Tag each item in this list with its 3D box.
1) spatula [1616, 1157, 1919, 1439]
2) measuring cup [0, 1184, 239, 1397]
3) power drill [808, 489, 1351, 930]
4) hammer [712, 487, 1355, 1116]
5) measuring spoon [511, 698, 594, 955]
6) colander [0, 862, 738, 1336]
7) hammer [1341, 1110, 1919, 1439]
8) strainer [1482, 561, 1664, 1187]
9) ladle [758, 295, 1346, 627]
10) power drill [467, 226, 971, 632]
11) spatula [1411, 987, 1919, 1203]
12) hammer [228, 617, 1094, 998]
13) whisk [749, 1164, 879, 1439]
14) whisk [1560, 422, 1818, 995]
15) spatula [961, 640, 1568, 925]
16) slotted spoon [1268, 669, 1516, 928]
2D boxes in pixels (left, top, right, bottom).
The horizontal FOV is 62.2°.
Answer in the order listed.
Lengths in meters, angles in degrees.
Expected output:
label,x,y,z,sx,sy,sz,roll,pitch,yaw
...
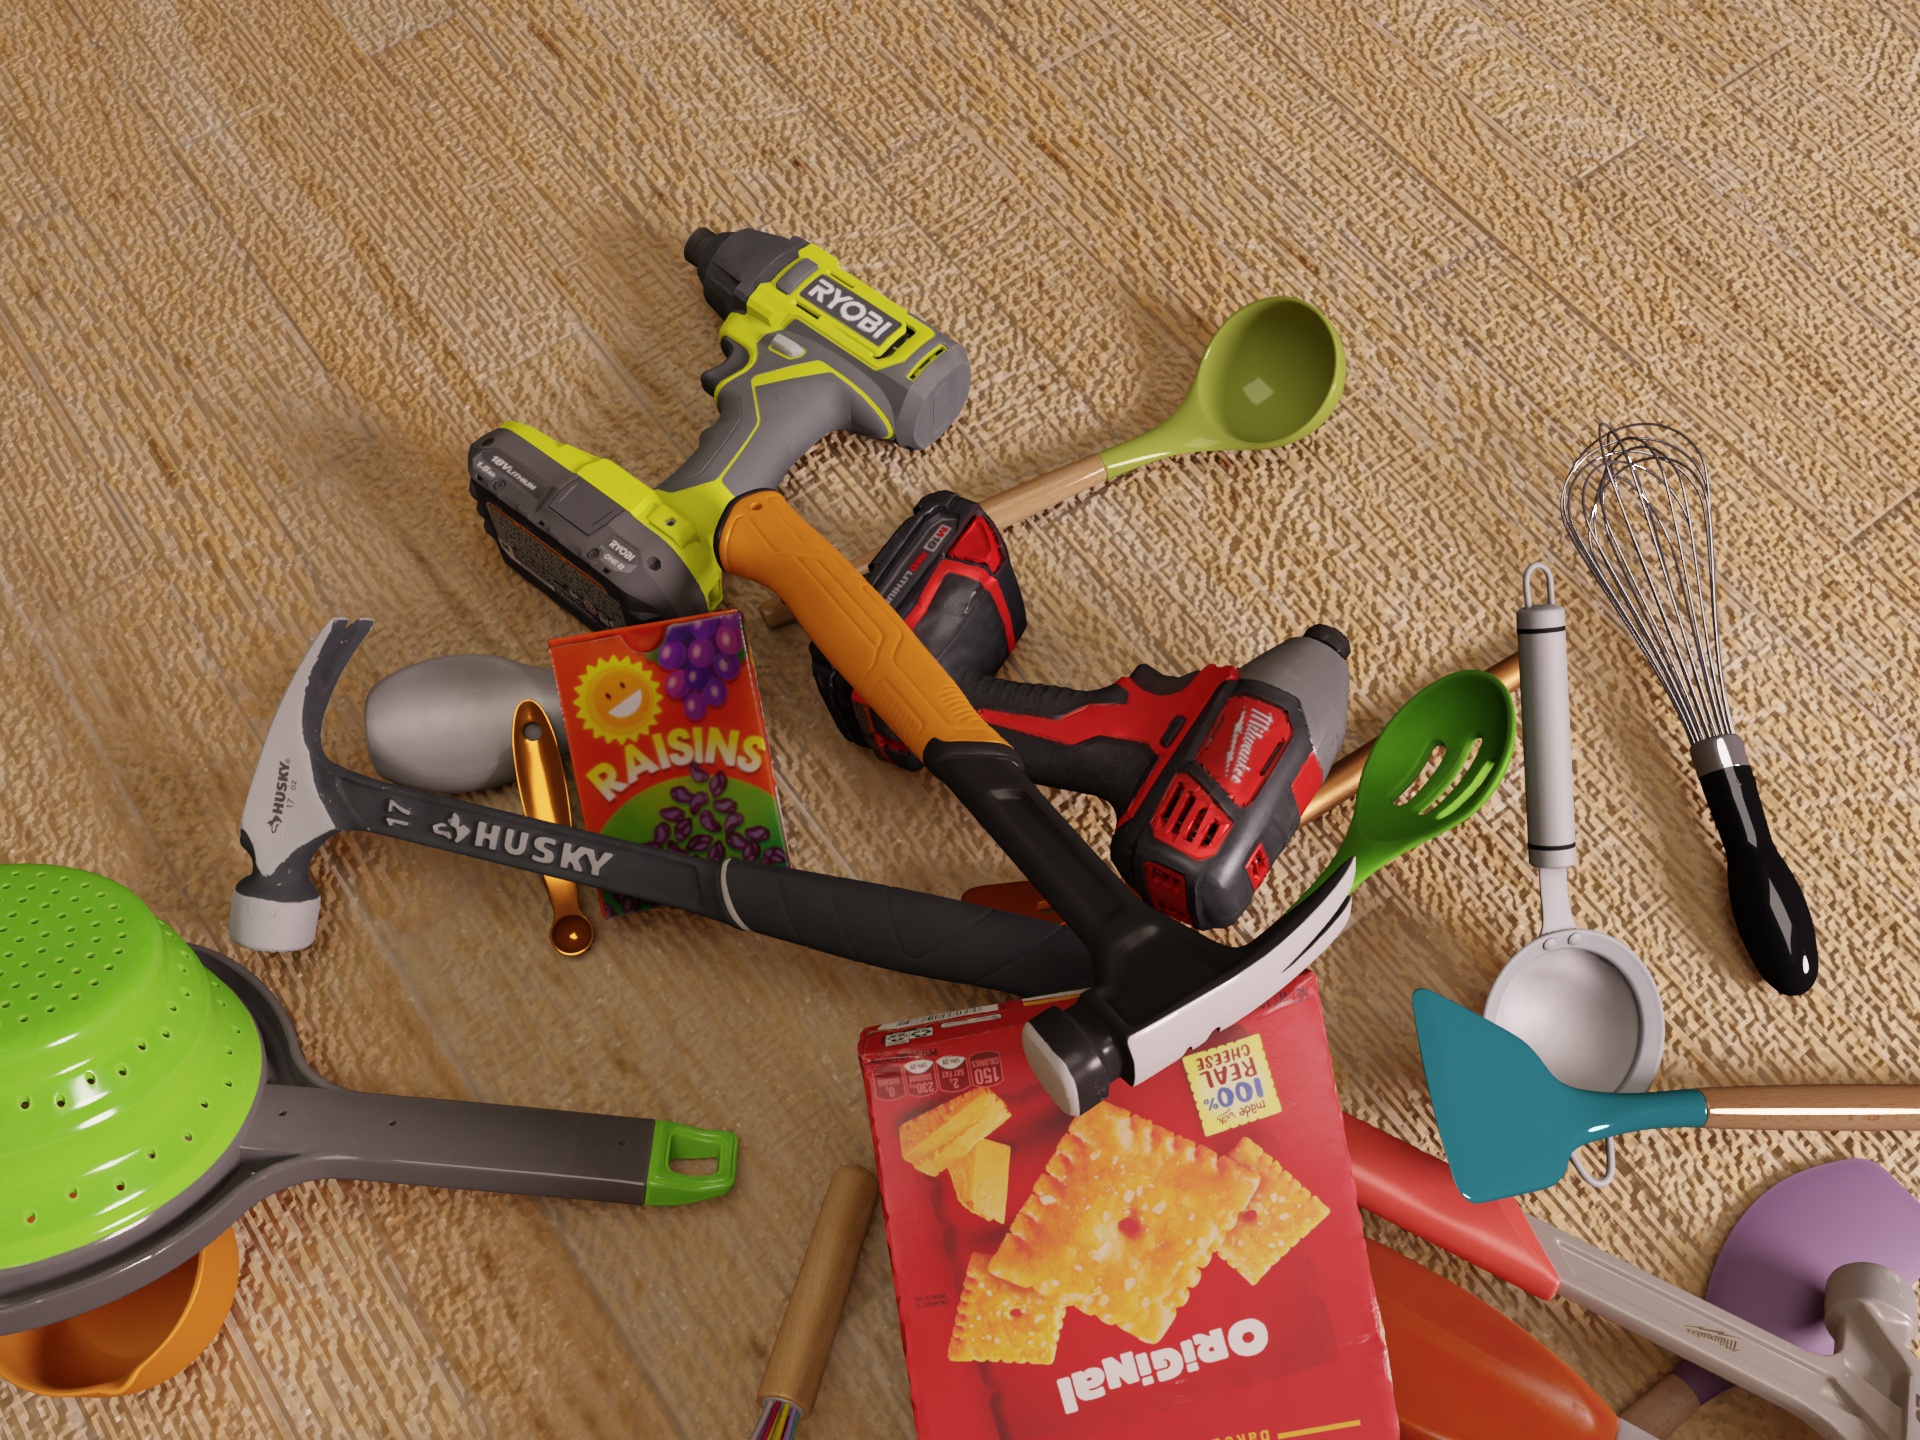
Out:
label,x,y,z,sx,sy,sz,roll,pitch,yaw
spatula,0.263,0.276,0.622,0.316,0.018,0.060,-33,64,-15
measuring cup,-0.371,0.241,0.623,0.173,0.052,0.095,-27,68,-10
power drill,0.057,-0.013,0.696,0.220,0.078,0.143,25,67,27
hammer,-0.001,-0.002,0.620,0.127,0.034,0.337,-29,49,-17
measuring spoon,-0.183,0.048,0.713,0.021,0.011,0.117,-12,87,-7
colander,-0.281,0.131,0.615,0.397,0.094,0.205,7,32,-9
hammer,0.183,0.193,0.618,0.359,0.036,0.149,24,37,18
strainer,0.248,0.063,0.665,0.087,0.050,0.258,-7,97,-14
ladle,0.046,-0.122,0.789,0.320,0.062,0.078,-25,65,-8
power drill,-0.127,-0.149,0.793,0.171,0.080,0.223,36,66,15
spatula,0.325,0.154,0.638,0.317,0.044,0.082,2,57,-11
hammer,-0.109,0.062,0.656,0.409,0.036,0.149,12,96,10
whisk,-0.069,0.269,0.575,0.051,0.047,0.245,5,43,14
whisk,0.341,-0.013,0.737,0.070,0.070,0.285,-8,70,-3
spatula,0.154,0.034,0.722,0.322,0.041,0.081,-30,47,-15
slotted spoon,0.116,0.101,0.632,0.314,0.031,0.070,-46,28,-10
